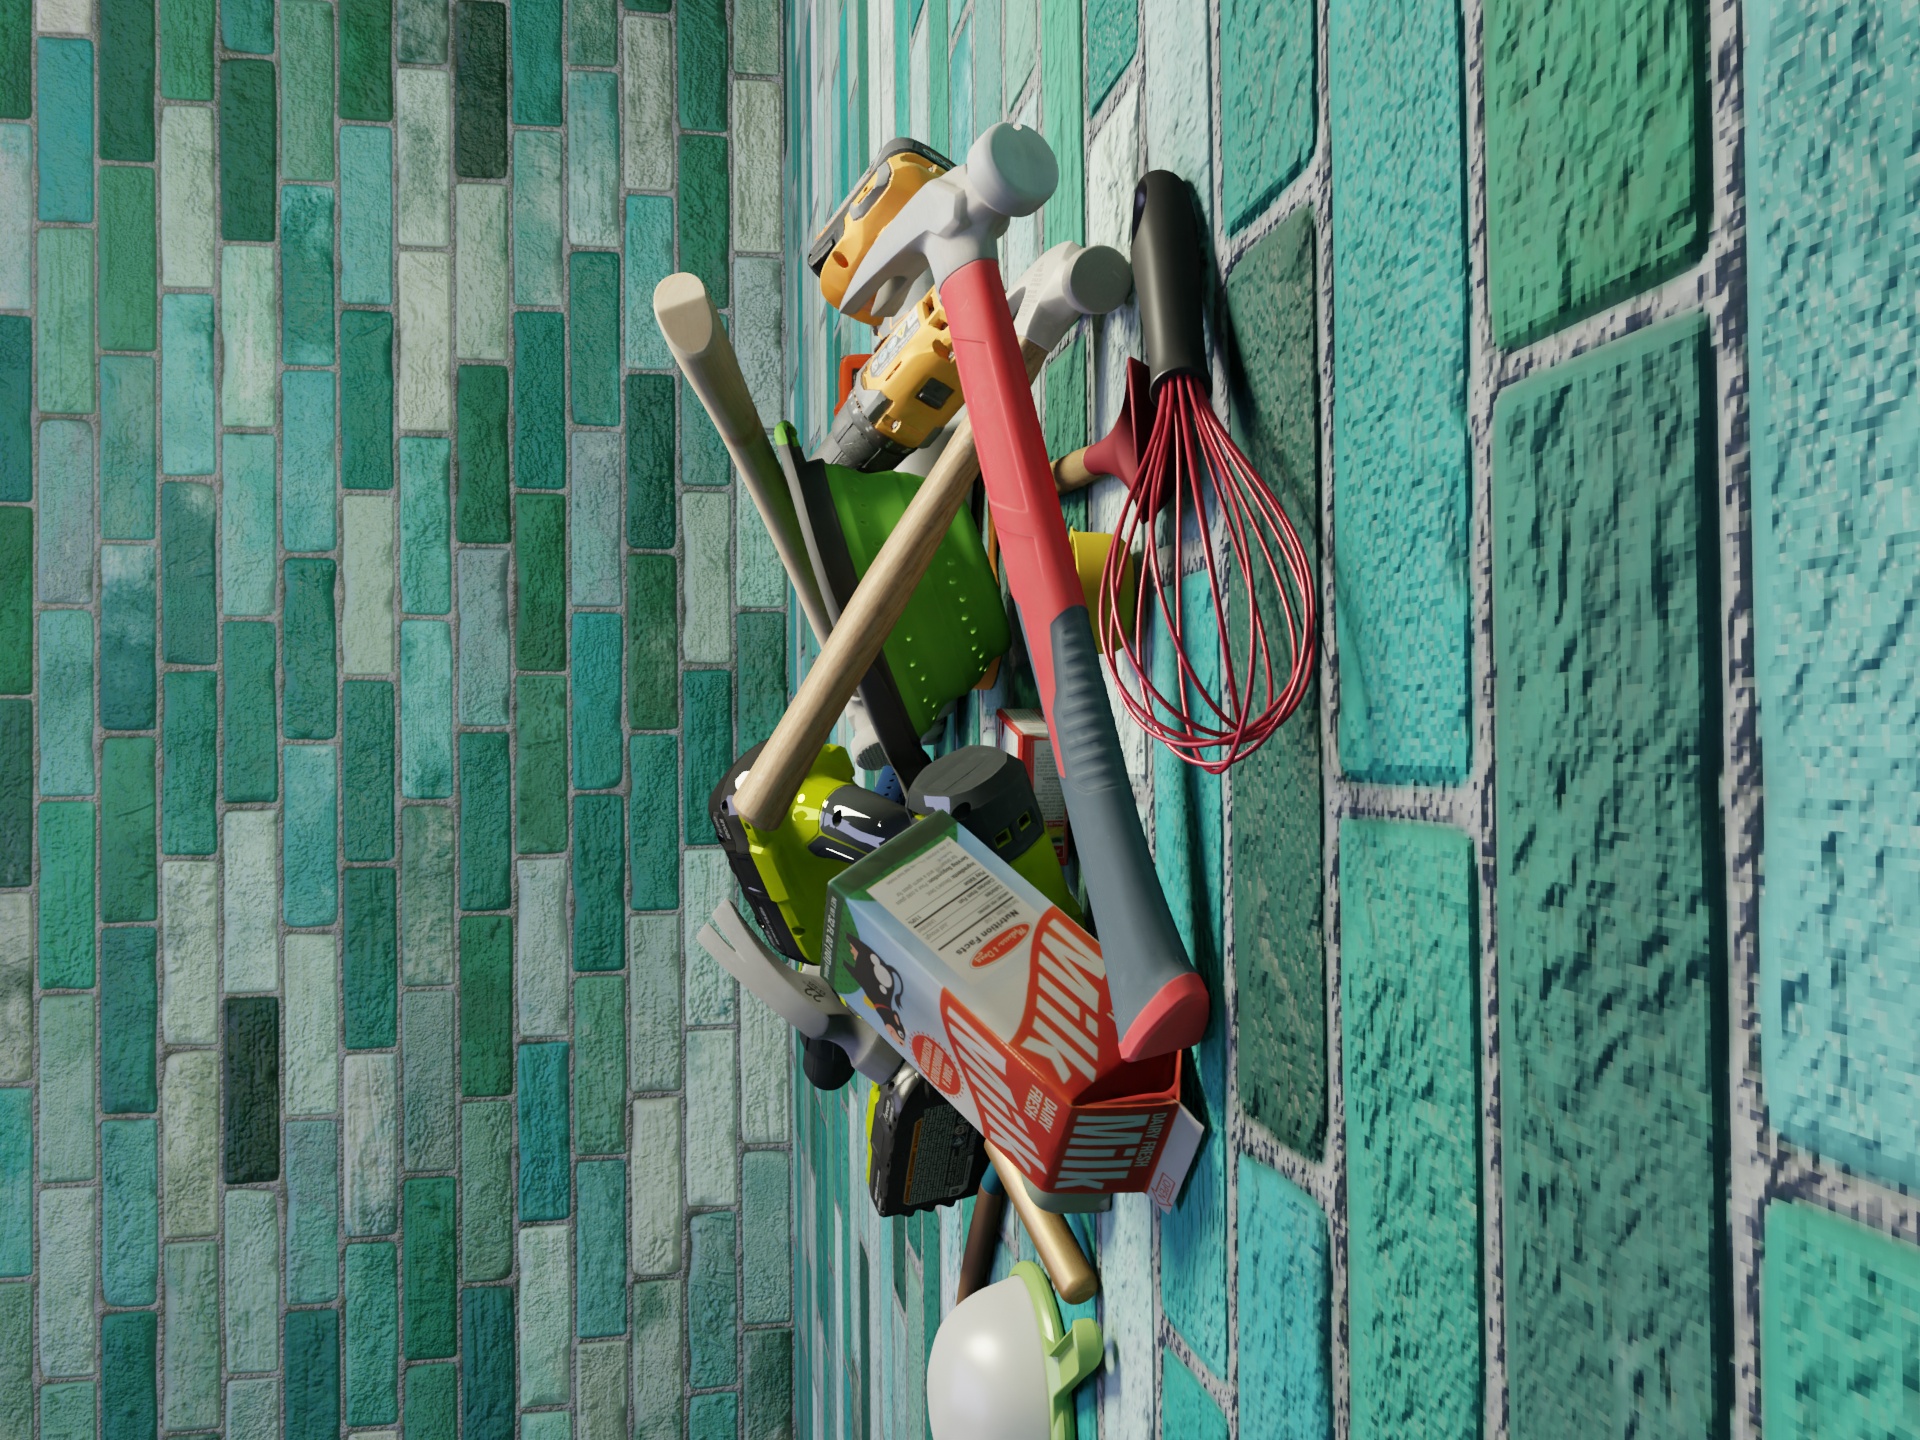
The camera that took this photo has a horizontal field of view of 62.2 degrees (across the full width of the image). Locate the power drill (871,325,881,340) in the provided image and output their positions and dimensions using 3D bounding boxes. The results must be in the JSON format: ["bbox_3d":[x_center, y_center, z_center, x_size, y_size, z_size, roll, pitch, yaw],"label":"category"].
[{"bbox_3d":[-0.049,-0.254,1.251,0.143,0.078,0.219,-105,21,-53],"label":"power drill"}]

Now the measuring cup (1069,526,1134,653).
[{"bbox_3d":[0.065,-0.058,0.780,0.156,0.029,0.062,17,-108,-88],"label":"measuring cup"}]

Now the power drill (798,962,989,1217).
[{"bbox_3d":[-0.060,0.241,1.141,0.229,0.080,0.190,-129,40,-51],"label":"power drill"}]

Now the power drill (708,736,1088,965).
[{"bbox_3d":[-0.029,0.090,0.861,0.223,0.080,0.171,9,126,48],"label":"power drill"}]

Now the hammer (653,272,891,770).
[{"bbox_3d":[-0.114,-0.130,1.033,0.410,0.038,0.146,70,-179,-55],"label":"hammer"}]

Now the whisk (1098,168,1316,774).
[{"bbox_3d":[0.082,-0.107,0.581,0.073,0.073,0.296,103,169,-53],"label":"whisk"}]

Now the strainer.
[{"bbox_3d":[0.023,0.367,0.875,0.256,0.069,0.152,103,163,-58],"label":"strainer"}]

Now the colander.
[{"bbox_3d":[-0.002,-0.003,0.961,0.204,0.094,0.397,-103,-6,-81],"label":"colander"}]

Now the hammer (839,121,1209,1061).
[{"bbox_3d":[0.029,-0.047,0.684,0.143,0.038,0.386,-28,72,55],"label":"hammer"}]

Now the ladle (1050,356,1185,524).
[{"bbox_3d":[0.060,-0.123,0.777,0.315,0.031,0.069,-158,64,-81],"label":"ladle"}]

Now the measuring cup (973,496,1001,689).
[{"bbox_3d":[-0.004,-0.101,1.051,0.095,0.052,0.173,-109,19,-61],"label":"measuring cup"}]

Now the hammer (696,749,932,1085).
[{"bbox_3d":[-0.072,0.100,1.121,0.035,0.144,0.406,-52,7,20],"label":"hammer"}]

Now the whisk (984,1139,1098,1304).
[{"bbox_3d":[0.010,0.215,0.883,0.051,0.047,0.245,-44,46,13],"label":"whisk"}]

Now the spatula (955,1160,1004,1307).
[{"bbox_3d":[0.007,0.317,1.041,0.082,0.044,0.317,-108,19,-46],"label":"spatula"}]

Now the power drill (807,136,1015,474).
[{"bbox_3d":[-0.048,-0.259,1.054,0.185,0.084,0.226,-45,38,32],"label":"power drill"}]

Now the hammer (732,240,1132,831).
[{"bbox_3d":[-0.024,-0.091,0.808,0.331,0.031,0.130,-59,17,7],"label":"hammer"}]

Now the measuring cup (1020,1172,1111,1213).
[{"bbox_3d":[0.055,0.181,0.777,0.167,0.038,0.083,97,168,-45],"label":"measuring cup"}]
